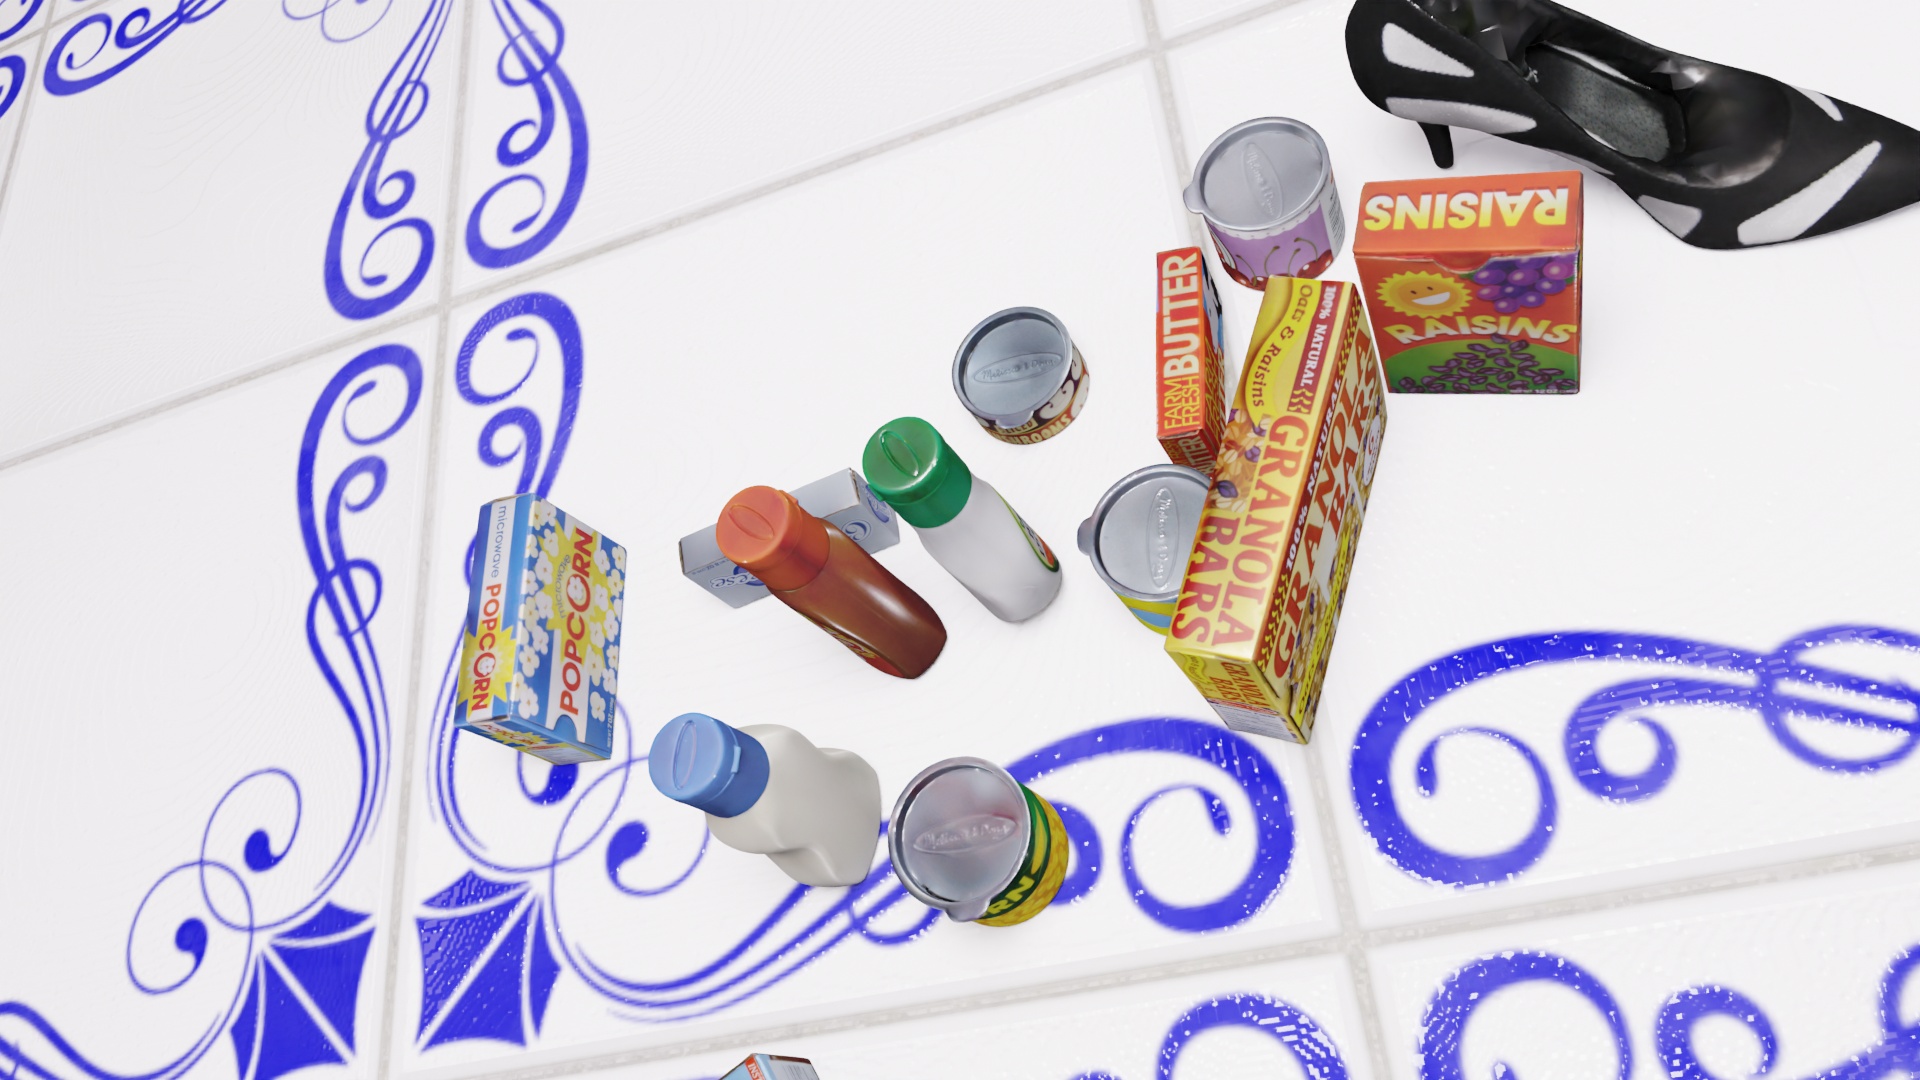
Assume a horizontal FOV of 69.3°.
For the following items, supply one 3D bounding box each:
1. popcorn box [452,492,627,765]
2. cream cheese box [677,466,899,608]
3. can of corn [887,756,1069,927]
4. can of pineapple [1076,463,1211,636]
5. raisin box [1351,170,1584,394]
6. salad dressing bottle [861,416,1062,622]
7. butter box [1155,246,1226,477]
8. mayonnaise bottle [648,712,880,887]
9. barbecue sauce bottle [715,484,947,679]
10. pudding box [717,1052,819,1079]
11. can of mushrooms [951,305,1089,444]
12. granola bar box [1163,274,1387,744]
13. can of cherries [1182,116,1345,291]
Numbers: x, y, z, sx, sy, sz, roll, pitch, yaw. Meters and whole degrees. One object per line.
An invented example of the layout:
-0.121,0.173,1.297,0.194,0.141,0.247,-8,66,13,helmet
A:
-0.221,0.048,0.743,0.038,0.085,0.127,-11,64,19,popcorn box
-0.089,0.000,0.725,0.103,0.053,0.024,-22,61,13,cream cheese box
0.010,0.138,0.618,0.071,0.058,0.071,-9,64,20,can of corn
0.097,0.005,0.640,0.071,0.057,0.071,-9,64,20,can of pineapple
0.221,-0.106,0.598,0.086,0.123,0.040,4,70,25,raisin box
0.002,-0.008,0.634,0.044,0.147,0.064,-41,58,3,salad dressing bottle
0.112,-0.086,0.677,0.024,0.053,0.104,-6,65,21,butter box
-0.083,0.112,0.617,0.041,0.147,0.065,-4,66,22,mayonnaise bottle
-0.060,0.019,0.649,0.065,0.148,0.044,33,84,31,barbecue sauce bottle
-0.070,0.266,0.600,0.030,0.049,0.084,-39,58,4,pudding box
0.032,-0.083,0.722,0.071,0.033,0.071,-9,64,20,can of mushrooms
0.140,-0.009,0.589,0.039,0.124,0.166,10,72,27,granola bar box
0.152,-0.166,0.693,0.071,0.058,0.072,-9,64,20,can of cherries
